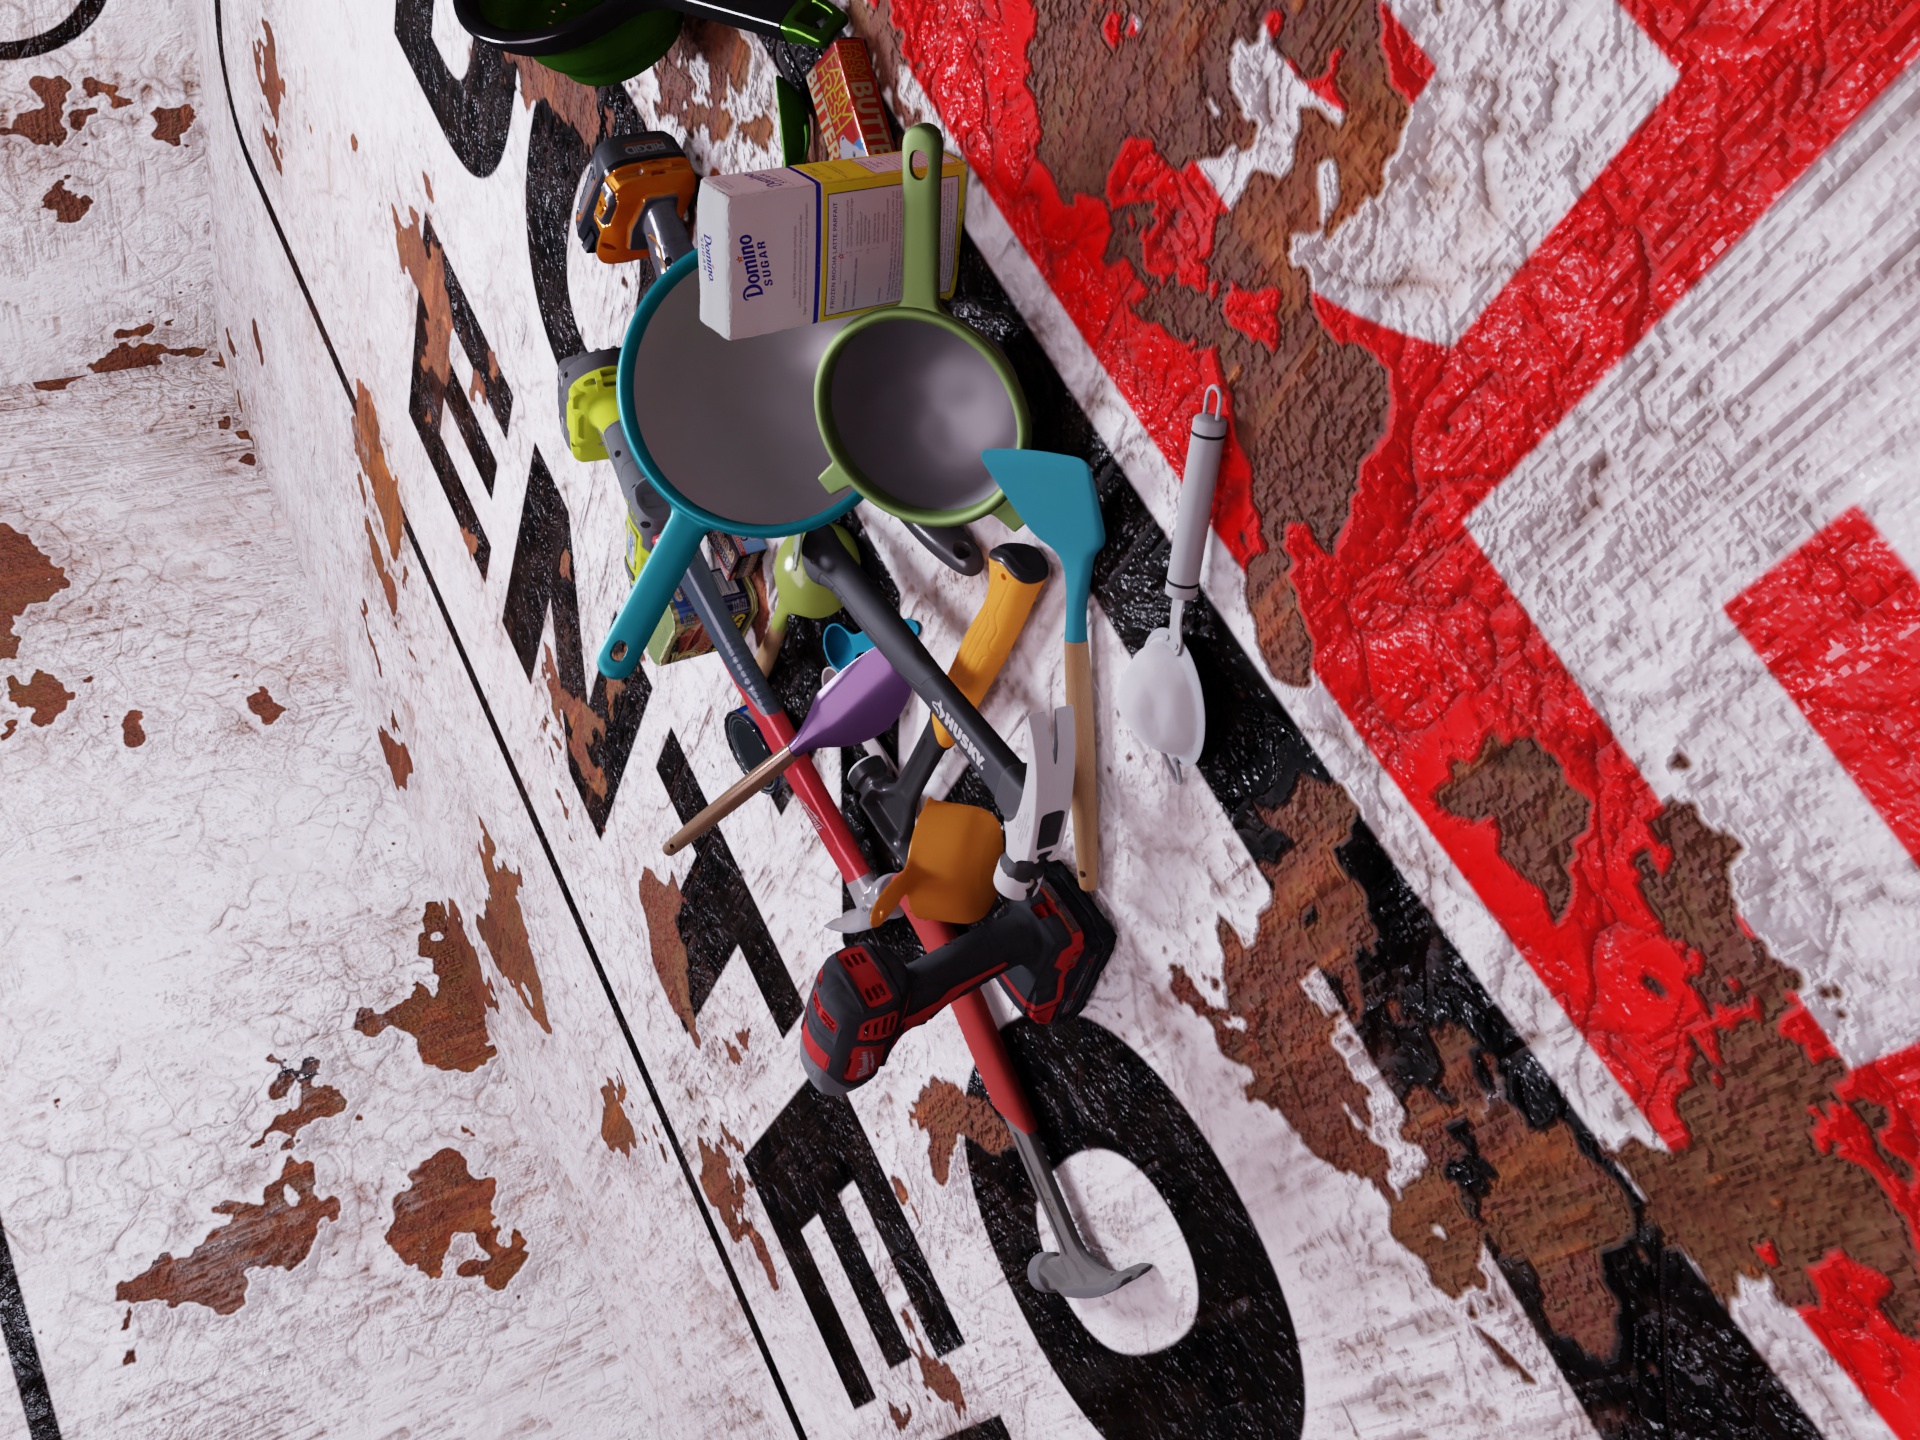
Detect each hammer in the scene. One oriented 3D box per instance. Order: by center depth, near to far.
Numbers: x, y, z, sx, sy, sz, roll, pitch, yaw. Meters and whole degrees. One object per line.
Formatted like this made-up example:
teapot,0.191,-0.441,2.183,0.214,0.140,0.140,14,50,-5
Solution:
hammer,-0.025,-0.037,1.125,0.335,0.035,0.146,51,142,36
hammer,-0.002,-0.004,1.172,0.127,0.034,0.336,55,144,22
hammer,0.034,0.280,1.261,0.149,0.036,0.359,-39,72,58
hammer,-0.167,0.009,1.392,0.386,0.038,0.143,61,151,0

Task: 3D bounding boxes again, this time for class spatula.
spatula,0.069,-0.026,1.039,0.082,0.044,0.317,13,118,37
spatula,-0.153,0.038,1.333,0.316,0.018,0.060,-36,91,32

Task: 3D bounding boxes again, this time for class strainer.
strainer,0.126,-0.071,0.929,0.087,0.050,0.258,-125,35,-54
strainer,-0.015,-0.251,1.008,0.151,0.069,0.256,14,126,18
strainer,-0.162,-0.180,1.147,0.211,0.095,0.340,31,99,5

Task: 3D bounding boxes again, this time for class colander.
colander,-0.224,-0.536,1.209,0.397,0.204,0.094,29,165,30

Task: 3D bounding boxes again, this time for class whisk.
whisk,-0.059,-0.174,1.175,0.239,0.055,0.055,45,140,34

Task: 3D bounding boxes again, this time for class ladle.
ladle,-0.151,-0.075,1.393,0.320,0.062,0.078,126,128,-62

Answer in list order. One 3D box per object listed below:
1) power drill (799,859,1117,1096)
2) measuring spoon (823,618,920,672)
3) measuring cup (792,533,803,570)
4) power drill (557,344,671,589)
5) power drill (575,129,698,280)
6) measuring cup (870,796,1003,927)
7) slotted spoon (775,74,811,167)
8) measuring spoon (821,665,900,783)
power drill,-0.010,0.188,1.102,0.079,0.219,0.143,53,144,30
measuring spoon,-0.066,-0.066,1.274,0.128,0.021,0.042,-10,97,51
measuring cup,-0.142,-0.172,1.244,0.168,0.038,0.083,-96,22,-49
power drill,-0.311,-0.219,1.510,0.229,0.080,0.190,65,158,22
power drill,-0.244,-0.361,1.351,0.226,0.084,0.164,63,149,9
measuring cup,-0.013,0.114,1.116,0.052,0.173,0.095,6,105,16
slotted spoon,-0.148,-0.329,1.220,0.070,0.031,0.313,-99,19,-55
measuring spoon,-0.077,0.005,1.330,0.124,0.018,0.034,56,145,14
